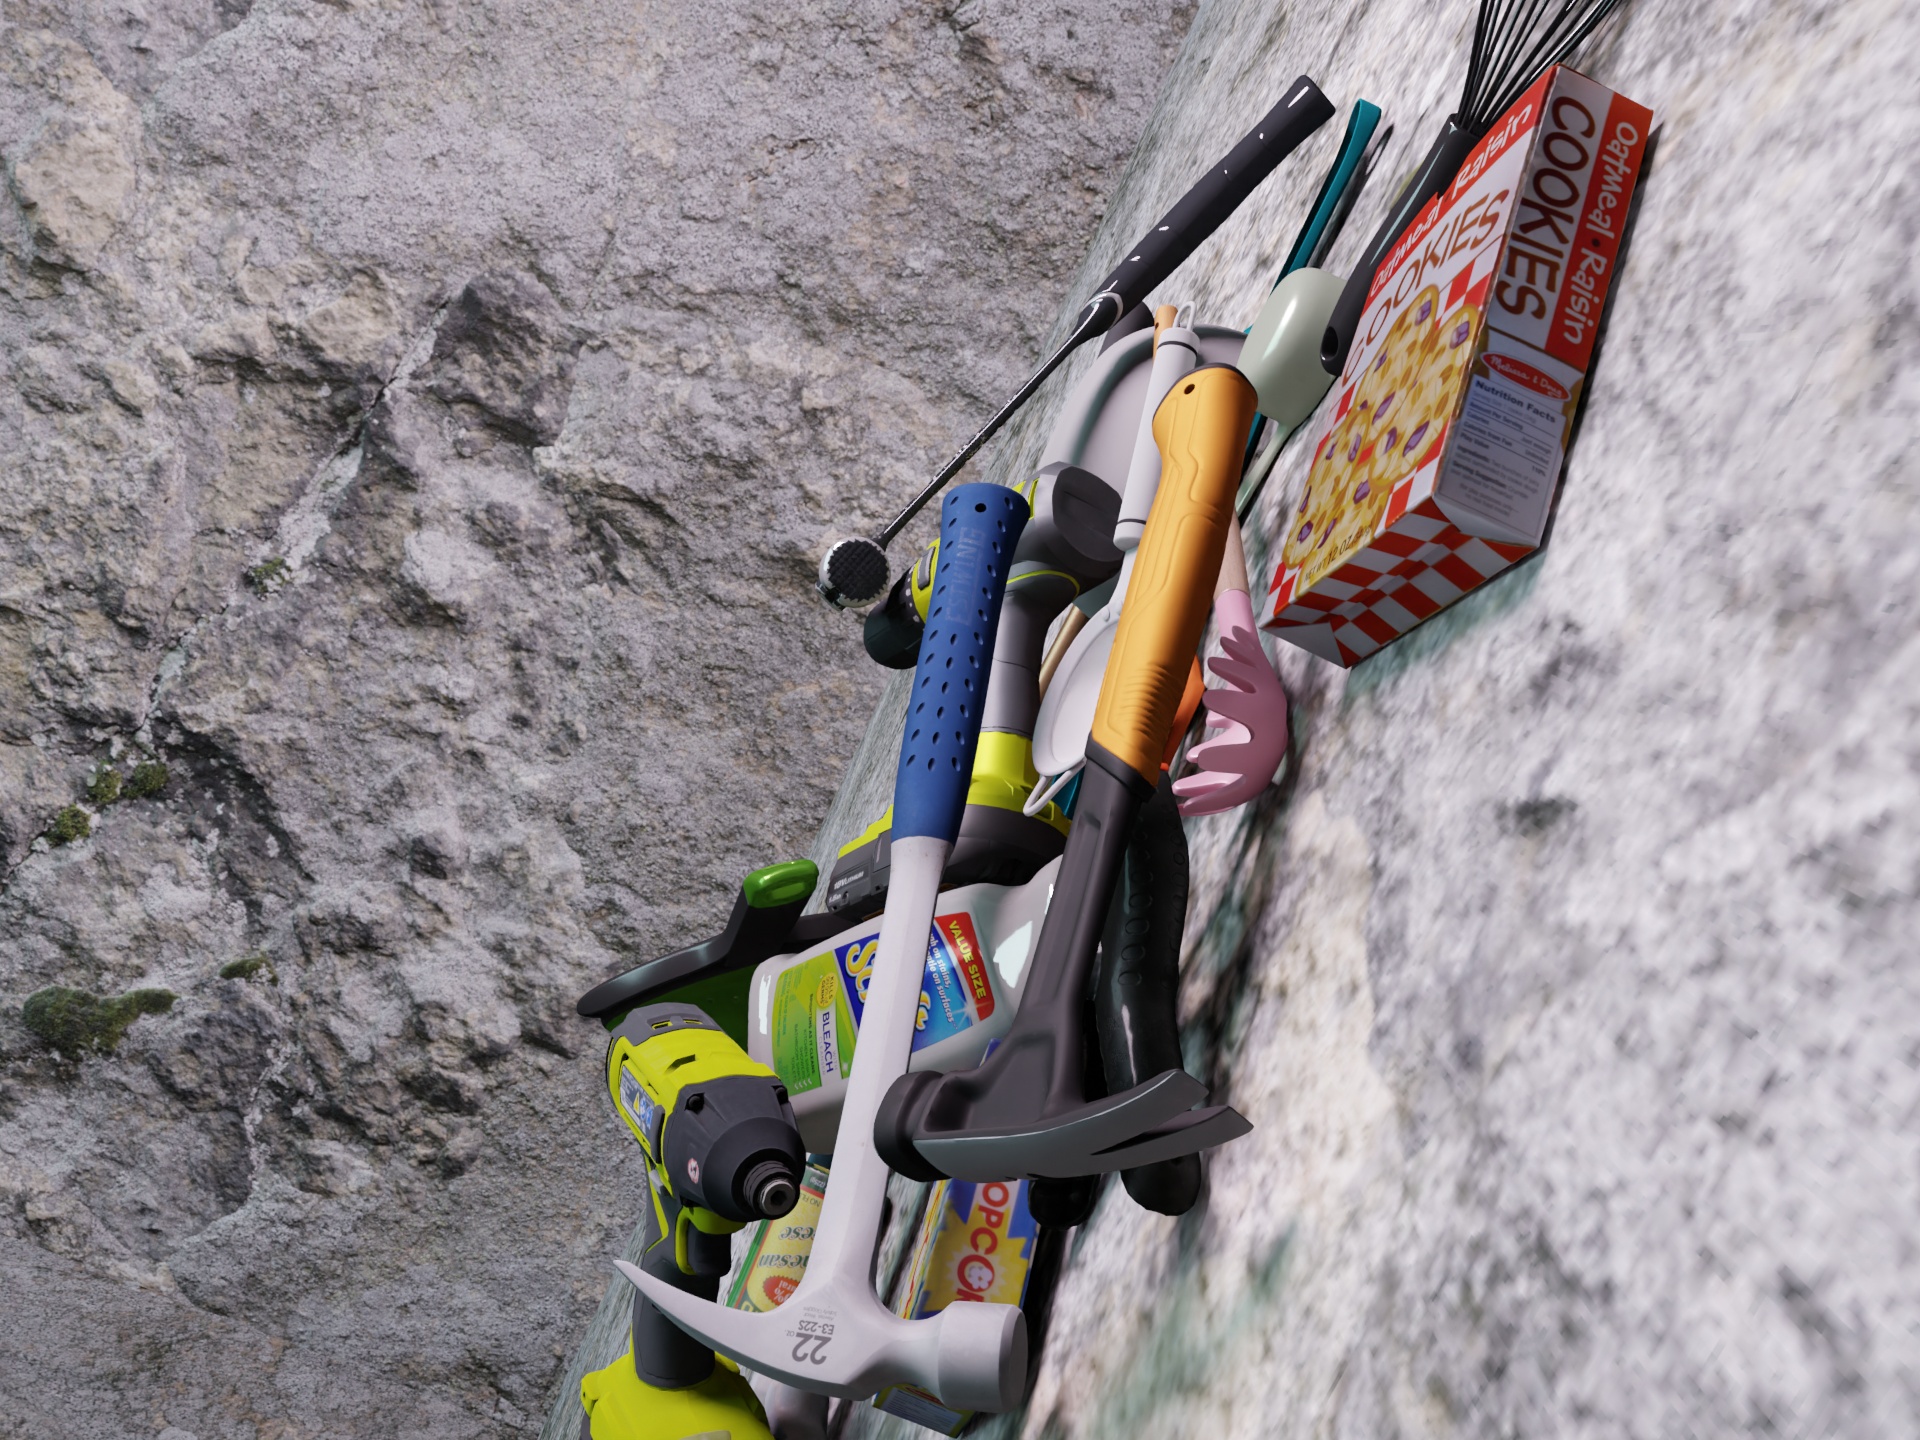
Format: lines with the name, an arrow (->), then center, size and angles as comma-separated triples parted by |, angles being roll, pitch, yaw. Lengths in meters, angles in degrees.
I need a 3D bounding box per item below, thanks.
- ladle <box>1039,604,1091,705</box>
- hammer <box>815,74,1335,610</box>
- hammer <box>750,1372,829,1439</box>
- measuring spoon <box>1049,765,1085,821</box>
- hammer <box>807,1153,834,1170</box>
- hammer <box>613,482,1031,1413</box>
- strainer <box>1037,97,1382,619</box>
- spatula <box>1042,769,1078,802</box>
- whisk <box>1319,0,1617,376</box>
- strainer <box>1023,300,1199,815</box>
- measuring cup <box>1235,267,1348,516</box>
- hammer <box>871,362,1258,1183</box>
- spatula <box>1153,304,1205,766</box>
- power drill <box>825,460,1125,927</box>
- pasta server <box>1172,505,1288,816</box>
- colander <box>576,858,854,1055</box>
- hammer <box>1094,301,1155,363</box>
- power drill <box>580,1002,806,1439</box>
ladle -> 0.031, 0.004, 1.103 | 0.320, 0.062, 0.078 | -63, -18, 2
hammer -> 0.065, -0.212, 0.890 | 0.409, 0.036, 0.149 | -46, 8, -5
hammer -> -0.034, 0.183, 0.834 | 0.143, 0.038, 0.386 | 144, 142, -71
measuring spoon -> 0.059, 0.073, 0.827 | 0.042, 0.021, 0.129 | 126, 158, -48
hammer -> -0.076, 0.252, 1.096 | 0.128, 0.033, 0.331 | 107, -176, -55
hammer -> -0.023, 0.060, 0.645 | 0.035, 0.144, 0.406 | 73, -158, -51
strainer -> 0.125, -0.209, 0.930 | 0.211, 0.095, 0.340 | -82, 17, -68
spatula -> 0.028, 0.100, 0.926 | 0.317, 0.044, 0.082 | -57, 8, 26
whisk -> 0.204, -0.239, 0.642 | 0.055, 0.055, 0.238 | -73, 6, -47
strainer -> 0.079, -0.074, 0.710 | 0.087, 0.050, 0.258 | -19, 55, 64
measuring cup -> 0.145, -0.149, 0.803 | 0.167, 0.038, 0.083 | -61, 8, 18
hammer -> 0.065, -0.005, 0.547 | 0.127, 0.034, 0.337 | -21, 40, 43
spatula -> 0.097, -0.088, 0.795 | 0.081, 0.041, 0.323 | 127, 152, -56
power drill -> -0.001, -0.003, 0.818 | 0.190, 0.080, 0.229 | -28, 45, 48
pasta server -> 0.109, -0.066, 0.692 | 0.316, 0.040, 0.060 | -85, 4, -54
colander -> -0.117, 0.171, 0.947 | 0.397, 0.204, 0.094 | 124, 131, -67
hammer -> 0.065, -0.150, 1.058 | 0.146, 0.035, 0.335 | 50, -126, -47
power drill -> -0.118, 0.260, 0.721 | 0.171, 0.080, 0.223 | 19, 106, 62
